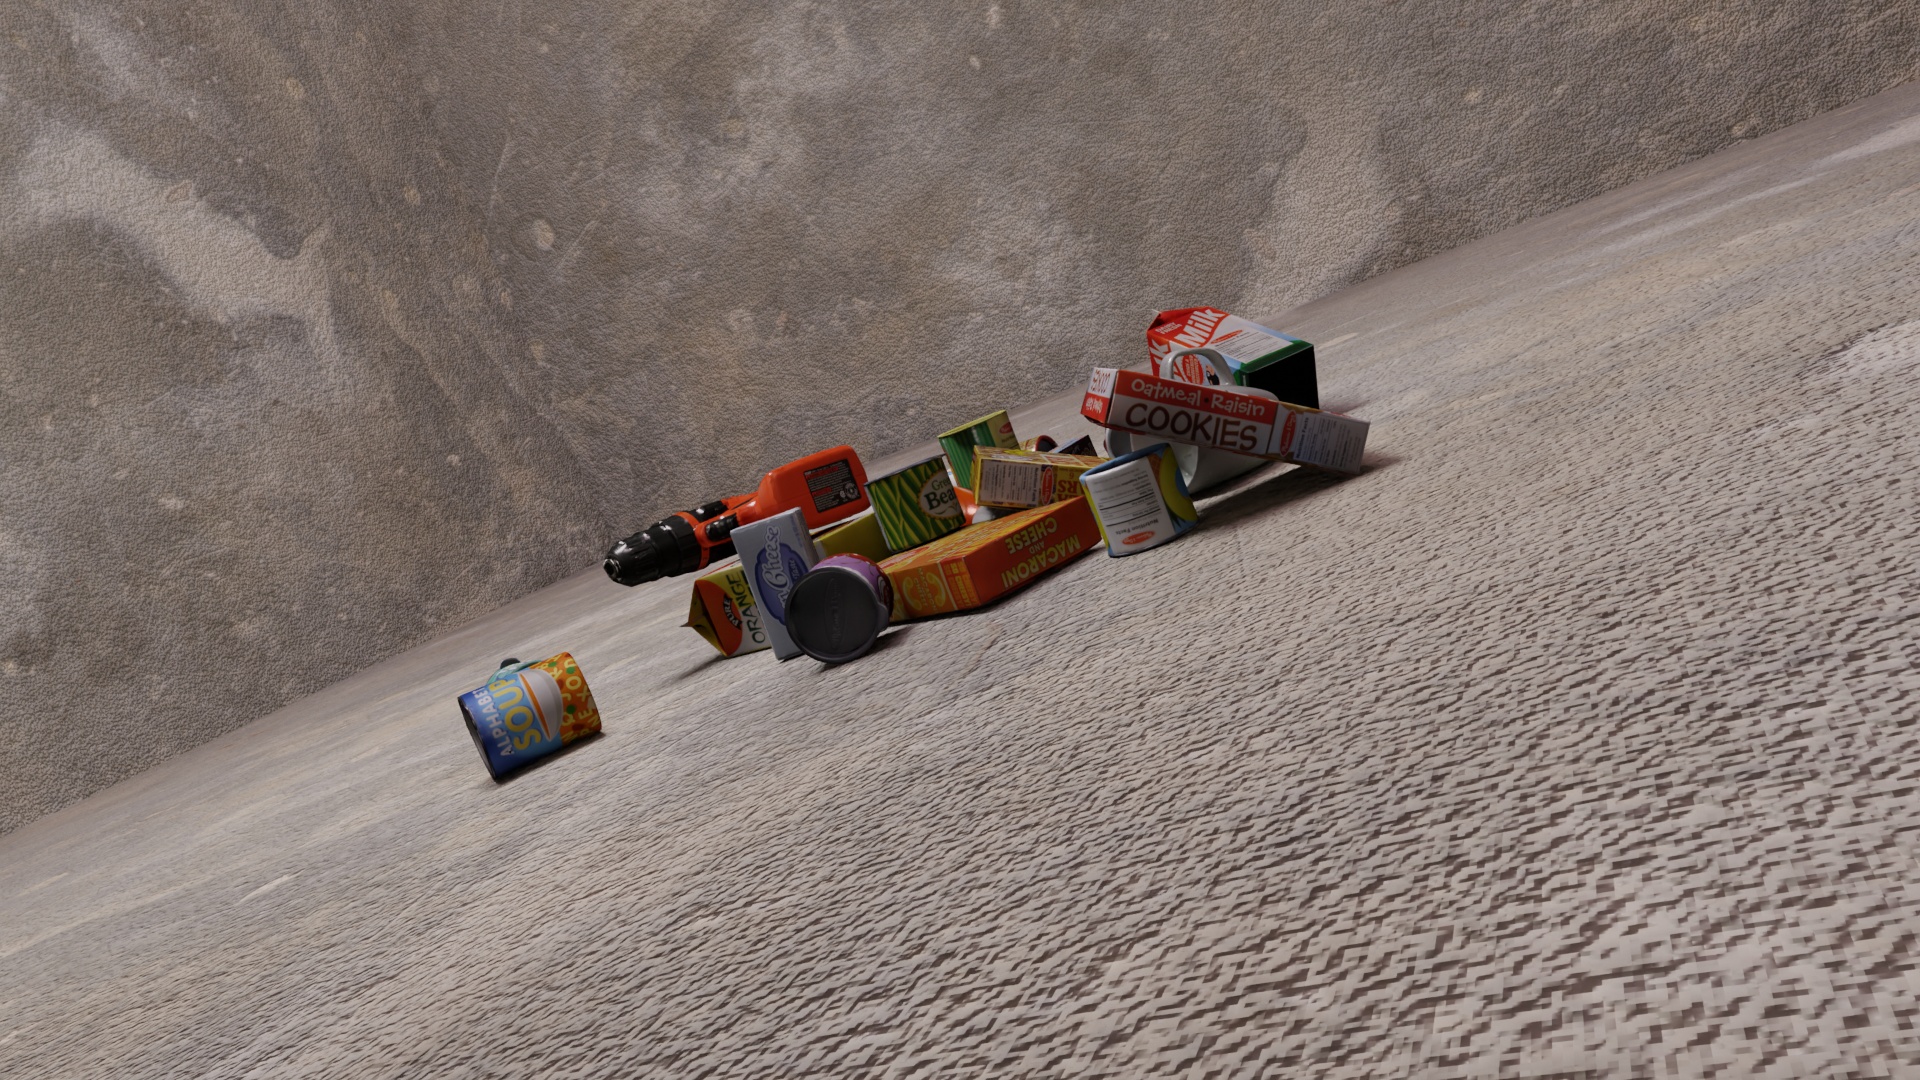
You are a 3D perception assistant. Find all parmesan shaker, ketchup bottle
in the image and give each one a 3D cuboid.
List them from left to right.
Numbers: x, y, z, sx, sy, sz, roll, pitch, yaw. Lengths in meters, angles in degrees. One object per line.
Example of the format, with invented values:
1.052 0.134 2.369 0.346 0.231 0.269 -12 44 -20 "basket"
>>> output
0.004 -0.015 1.187 0.043 0.065 0.148 22 -10 -31 "ketchup bottle"
0.027 -0.057 1.243 0.071 0.103 0.071 -21 6 3 "parmesan shaker"

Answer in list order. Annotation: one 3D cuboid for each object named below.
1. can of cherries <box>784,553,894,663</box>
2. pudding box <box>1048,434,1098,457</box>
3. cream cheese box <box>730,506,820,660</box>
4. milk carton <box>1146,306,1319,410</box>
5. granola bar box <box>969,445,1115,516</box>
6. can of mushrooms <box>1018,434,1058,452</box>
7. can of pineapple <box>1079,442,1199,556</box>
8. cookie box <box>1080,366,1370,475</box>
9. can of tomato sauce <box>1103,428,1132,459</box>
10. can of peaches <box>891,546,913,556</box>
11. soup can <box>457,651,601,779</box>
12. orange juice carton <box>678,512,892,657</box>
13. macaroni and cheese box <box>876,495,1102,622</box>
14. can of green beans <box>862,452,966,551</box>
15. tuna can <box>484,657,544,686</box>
-0.079 0.046 0.952 0.071 0.071 0.058 -20 6 9 "can of cherries"
0.103 -0.065 1.297 0.030 0.049 0.084 -20 6 30 "pudding box"
-0.127 0.032 1.030 0.053 0.103 0.024 -19 3 13 "cream cheese box"
0.231 -0.156 1.248 0.074 0.072 0.191 -24 31 -19 "milk carton"
0.072 -0.048 1.122 0.124 0.039 0.166 5 7 -2 "granola bar box"
0.073 -0.067 1.318 0.033 0.071 0.071 -16 9 30 "can of mushrooms"
0.121 -0.028 0.937 0.071 0.058 0.071 -21 7 3 "can of pineapple"
0.172 -0.081 0.936 0.167 0.040 0.123 11 7 -3 "cookie box"
0.165 -0.097 1.290 0.071 0.071 0.083 -20 8 10 "can of tomato sauce"
-0.043 0.007 1.155 0.071 0.058 0.071 -21 7 3 "can of peaches"
-0.315 0.126 1.016 0.084 0.071 0.071 -24 7 -24 "soup can"
-0.146 0.042 1.136 0.192 0.073 0.072 -16 9 38 "orange juice carton"
0.003 0.018 1.011 0.124 0.040 0.166 -26 8 -37 "macaroni and cheese box"
-0.035 -0.029 1.085 0.071 0.057 0.071 -21 5 2 "can of green beans"
-0.338 0.125 1.087 0.032 0.071 0.071 -14 10 41 "tuna can"
